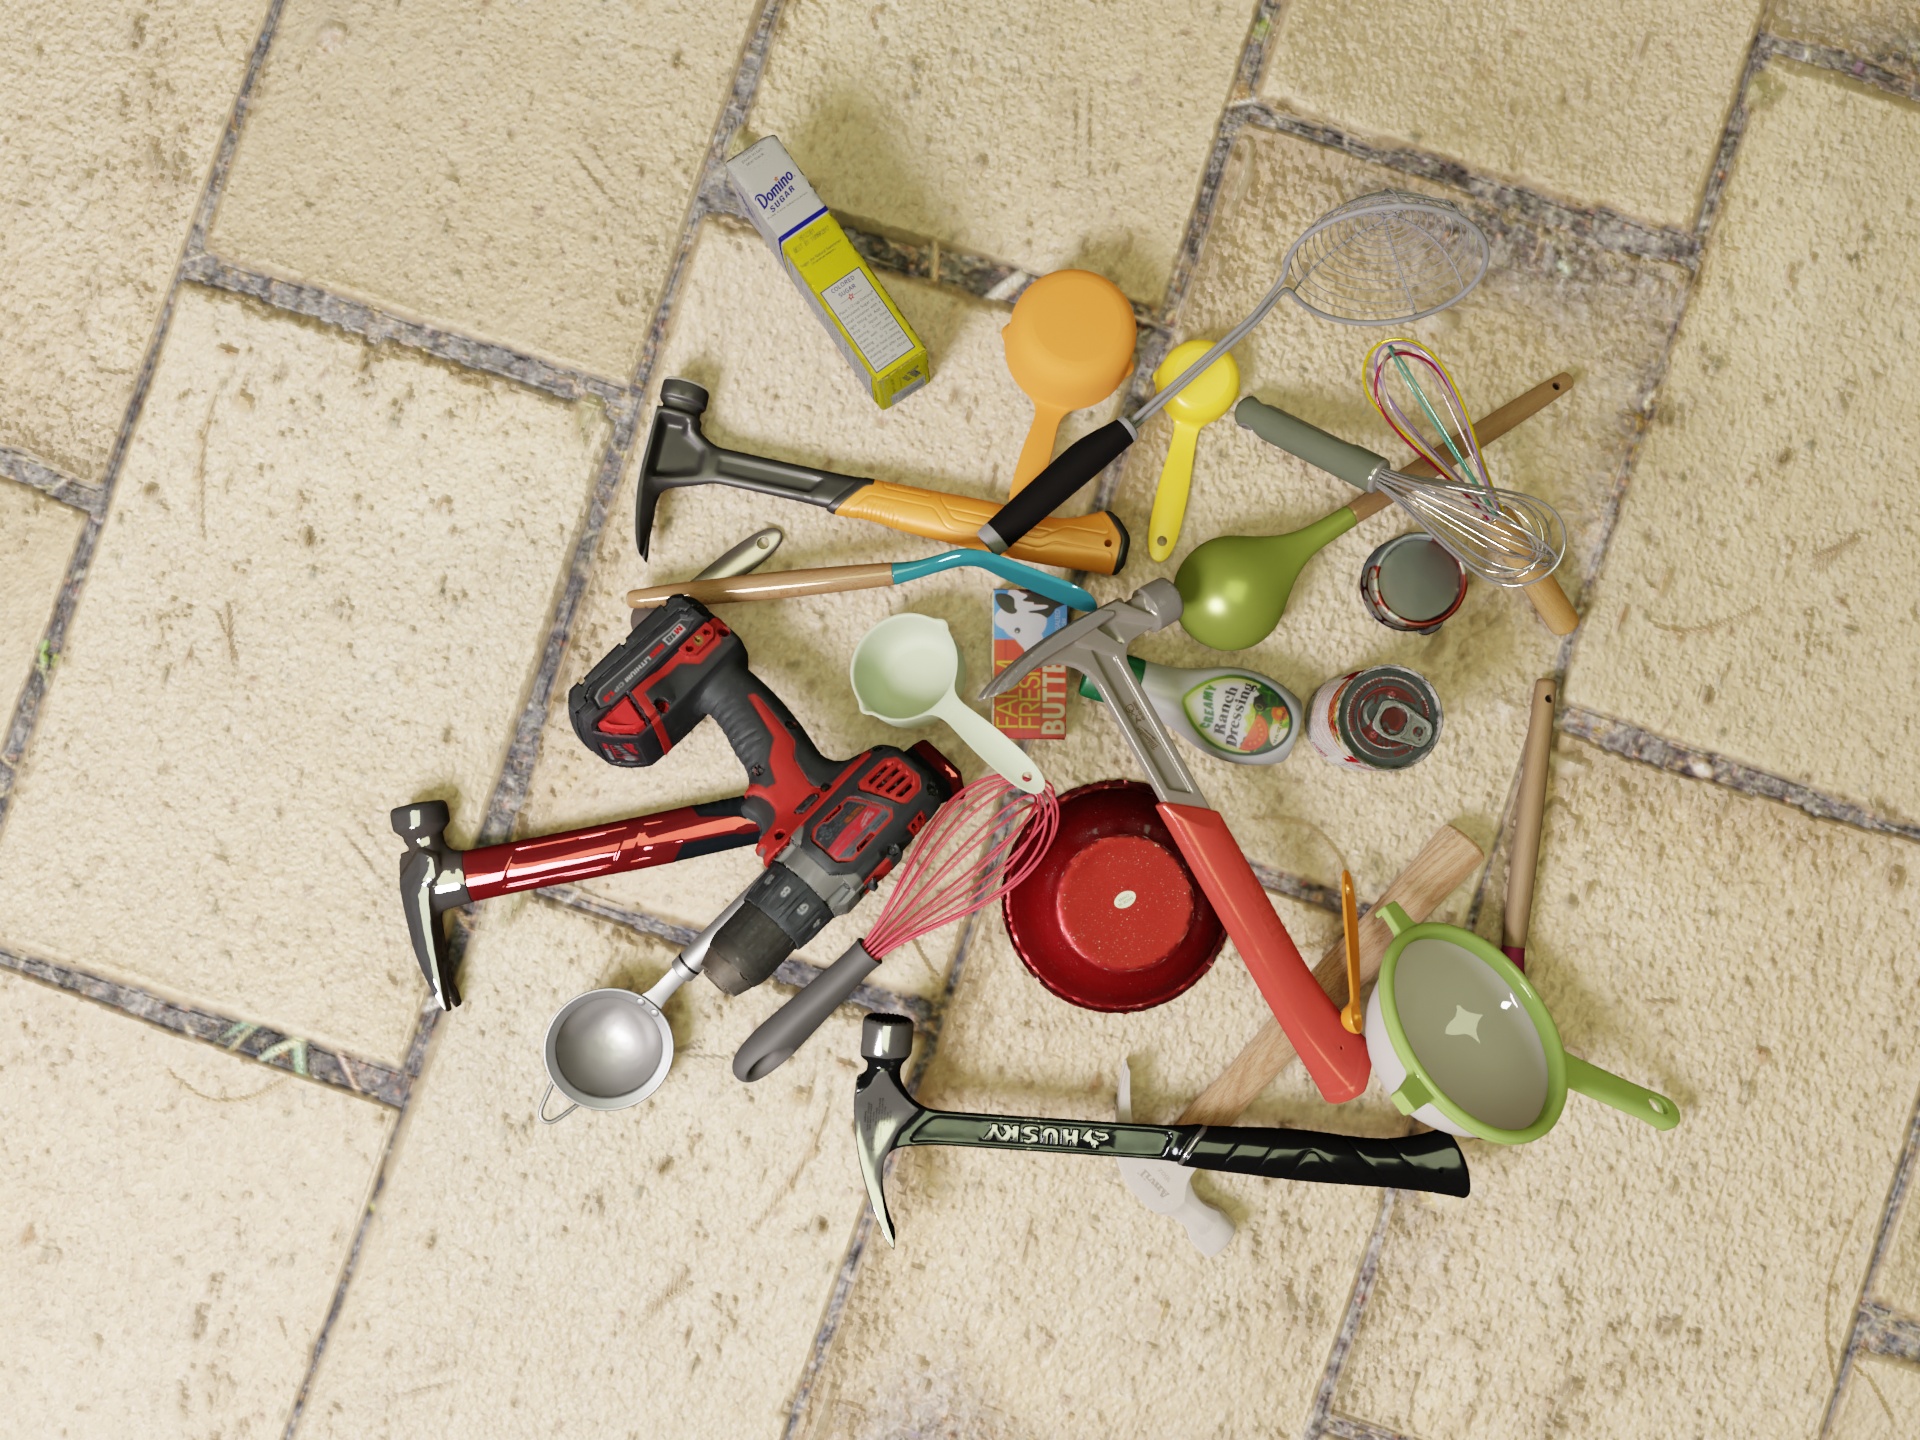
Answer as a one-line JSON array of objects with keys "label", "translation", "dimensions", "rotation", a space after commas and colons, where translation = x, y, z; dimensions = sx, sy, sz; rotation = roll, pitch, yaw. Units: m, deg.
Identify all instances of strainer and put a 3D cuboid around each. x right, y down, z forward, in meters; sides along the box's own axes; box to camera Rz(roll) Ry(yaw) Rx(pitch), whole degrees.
[{"label": "strainer", "translation": [-0.189, 0.171, 1.068], "dimensions": [0.258, 0.050, 0.086], "rotation": [-45, 104, 5]}, {"label": "strainer", "translation": [0.361, 0.232, 1.052], "dimensions": [0.256, 0.069, 0.152], "rotation": [24, 47, -19]}]

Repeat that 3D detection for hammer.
[{"label": "hammer", "translation": [0.158, 0.094, 1.030], "dimensions": [0.149, 0.037, 0.359], "rotation": [-31, 95, -19]}, {"label": "hammer", "translation": [0.132, 0.284, 1.047], "dimensions": [0.409, 0.036, 0.149], "rotation": [5, 90, -1]}, {"label": "hammer", "translation": [0.231, 0.200, 1.083], "dimensions": [0.130, 0.031, 0.331], "rotation": [43, 89, 1]}, {"label": "hammer", "translation": [-0.052, -0.141, 1.086], "dimensions": [0.337, 0.034, 0.127], "rotation": [11, 82, -1]}, {"label": "hammer", "translation": [-0.185, 0.092, 1.084], "dimensions": [0.386, 0.038, 0.143], "rotation": [-11, 90, 0]}]

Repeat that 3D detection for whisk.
[{"label": "whisk", "translation": [-0.047, 0.141, 1.068], "dimensions": [0.296, 0.073, 0.073], "rotation": [-44, 89, 7]}, {"label": "whisk", "translation": [0.343, -0.154, 1.063], "dimensions": [0.047, 0.051, 0.244], "rotation": [-35, 107, 12]}, {"label": "whisk", "translation": [0.281, -0.157, 1.040], "dimensions": [0.246, 0.057, 0.059], "rotation": [34, 99, 29]}]

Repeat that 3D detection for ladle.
[{"label": "ladle", "translation": [0.286, -0.151, 1.092], "dimensions": [0.320, 0.062, 0.078], "rotation": [-32, 84, -7]}]

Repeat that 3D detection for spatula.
[{"label": "spatula", "translation": [-0.069, -0.085, 1.059], "dimensions": [0.317, 0.082, 0.044], "rotation": [-5, 84, 8]}]

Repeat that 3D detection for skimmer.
[{"label": "skimmer", "translation": [0.173, -0.212, 1.033], "dimensions": [0.363, 0.127, 0.090], "rotation": [-40, 62, 2]}]

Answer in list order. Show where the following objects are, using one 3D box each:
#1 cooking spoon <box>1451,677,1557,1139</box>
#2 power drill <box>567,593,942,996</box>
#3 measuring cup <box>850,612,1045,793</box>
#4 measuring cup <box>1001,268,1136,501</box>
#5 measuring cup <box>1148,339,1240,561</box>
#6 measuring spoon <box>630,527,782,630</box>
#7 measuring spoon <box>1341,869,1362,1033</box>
[{"label": "cooking spoon", "translation": [0.383, 0.129, 1.091], "dimensions": [0.068, 0.017, 0.319], "rotation": [8, 89, -1]}, {"label": "power drill", "translation": [-0.149, 0.048, 1.023], "dimensions": [0.227, 0.080, 0.188], "rotation": [39, 73, 14]}, {"label": "measuring cup", "translation": [-0.002, -0.003, 1.061], "dimensions": [0.168, 0.038, 0.083], "rotation": [42, 89, 21]}, {"label": "measuring cup", "translation": [0.064, -0.222, 1.068], "dimensions": [0.095, 0.052, 0.174], "rotation": [17, 77, 0]}, {"label": "measuring cup", "translation": [0.153, -0.186, 1.092], "dimensions": [0.062, 0.029, 0.156], "rotation": [13, 86, 0]}, {"label": "measuring spoon", "translation": [-0.175, -0.096, 1.097], "dimensions": [0.124, 0.018, 0.034], "rotation": [-36, 89, -1]}, {"label": "measuring spoon", "translation": [0.254, 0.151, 1.046], "dimensions": [0.011, 0.021, 0.117], "rotation": [-16, 51, 29]}]
